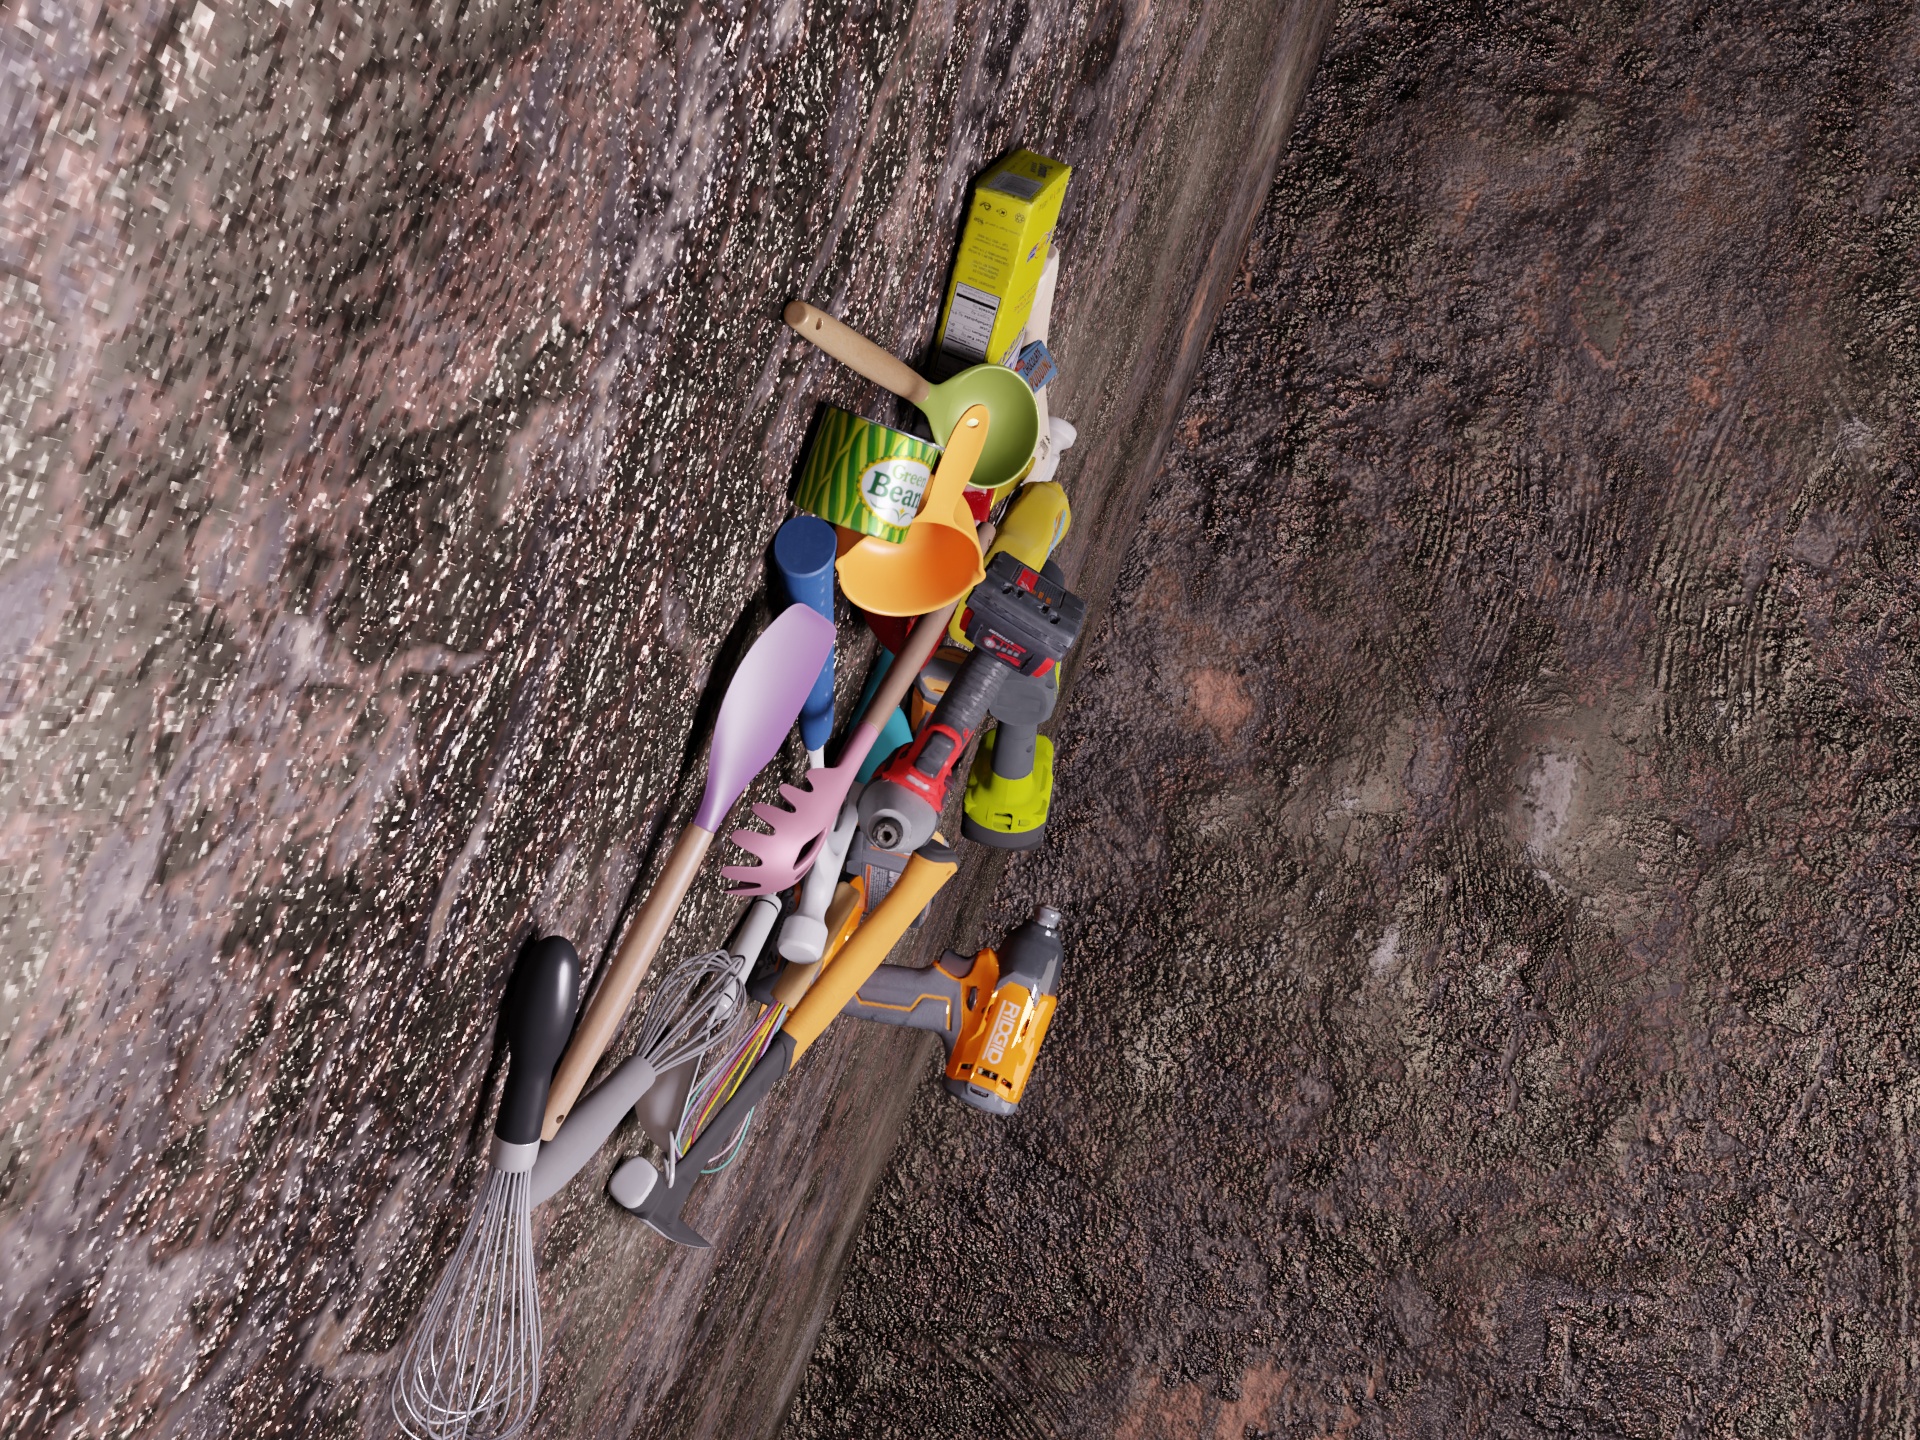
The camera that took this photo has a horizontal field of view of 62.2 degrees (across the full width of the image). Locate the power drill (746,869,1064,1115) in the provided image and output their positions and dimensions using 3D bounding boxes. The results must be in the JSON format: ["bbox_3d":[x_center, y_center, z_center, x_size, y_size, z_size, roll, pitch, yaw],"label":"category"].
[{"bbox_3d":[-0.034,0.190,1.244,0.084,0.226,0.164,41,70,-82],"label":"power drill"}]

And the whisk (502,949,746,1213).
[{"bbox_3d":[-0.191,0.204,0.924,0.239,0.055,0.055,-47,157,-57],"label":"whisk"}]

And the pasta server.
[{"bbox_3d":[-0.052,-0.017,0.974,0.060,0.040,0.316,94,21,-53],"label":"pasta server"}]

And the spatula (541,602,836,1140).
[{"bbox_3d":[-0.152,0.080,0.854,0.059,0.018,0.316,32,83,-54],"label":"spatula"}]

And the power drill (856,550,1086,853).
[{"bbox_3d":[-0.002,-0.004,1.132,0.219,0.078,0.143,-58,-178,17],"label":"power drill"}]

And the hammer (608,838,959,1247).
[{"bbox_3d":[-0.111,0.223,1.139,0.337,0.034,0.127,-50,151,-18],"label":"hammer"}]

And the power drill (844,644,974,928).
[{"bbox_3d":[-0.038,0.069,1.427,0.185,0.084,0.226,99,7,-58],"label":"power drill"}]

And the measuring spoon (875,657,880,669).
[{"bbox_3d":[-0.041,-0.055,1.292,0.128,0.021,0.042,-46,156,-69],"label":"measuring spoon"}]

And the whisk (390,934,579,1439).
[{"bbox_3d":[-0.222,0.233,0.765,0.070,0.070,0.284,-40,146,-73],"label":"whisk"}]

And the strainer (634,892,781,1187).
[{"bbox_3d":[-0.167,0.197,1.065,0.259,0.050,0.086,-68,-179,-50],"label":"strainer"}]

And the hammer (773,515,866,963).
[{"bbox_3d":[-0.093,0.010,1.031,0.405,0.035,0.144,95,8,-57],"label":"hammer"}]

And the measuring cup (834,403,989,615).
[{"bbox_3d":[-0.020,-0.135,0.936,0.173,0.095,0.052,117,-31,-47],"label":"measuring cup"}]

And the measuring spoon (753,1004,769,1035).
[{"bbox_3d":[-0.147,0.208,1.319,0.021,0.011,0.117,11,100,-82],"label":"measuring spoon"}]

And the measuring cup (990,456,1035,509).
[{"bbox_3d":[0.024,-0.194,1.293,0.156,0.029,0.062,-47,158,-57],"label":"measuring cup"}]

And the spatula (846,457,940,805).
[{"bbox_3d":[-0.035,-0.079,1.193,0.082,0.044,0.317,-12,127,-43],"label":"spatula"}]

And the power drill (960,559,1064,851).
[{"bbox_3d":[0.055,-0.015,1.422,0.191,0.080,0.228,-77,175,-49],"label":"power drill"}]

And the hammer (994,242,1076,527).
[{"bbox_3d":[0.056,-0.267,1.337,0.410,0.038,0.146,77,36,-75],"label":"hammer"}]

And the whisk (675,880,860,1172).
[{"bbox_3d":[-0.143,0.229,1.184,0.245,0.051,0.047,-59,162,-8],"label":"whisk"}]

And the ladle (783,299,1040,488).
[{"bbox_3d":[-0.021,-0.186,0.889,0.320,0.062,0.078,-1,109,-74],"label":"ladle"}]
